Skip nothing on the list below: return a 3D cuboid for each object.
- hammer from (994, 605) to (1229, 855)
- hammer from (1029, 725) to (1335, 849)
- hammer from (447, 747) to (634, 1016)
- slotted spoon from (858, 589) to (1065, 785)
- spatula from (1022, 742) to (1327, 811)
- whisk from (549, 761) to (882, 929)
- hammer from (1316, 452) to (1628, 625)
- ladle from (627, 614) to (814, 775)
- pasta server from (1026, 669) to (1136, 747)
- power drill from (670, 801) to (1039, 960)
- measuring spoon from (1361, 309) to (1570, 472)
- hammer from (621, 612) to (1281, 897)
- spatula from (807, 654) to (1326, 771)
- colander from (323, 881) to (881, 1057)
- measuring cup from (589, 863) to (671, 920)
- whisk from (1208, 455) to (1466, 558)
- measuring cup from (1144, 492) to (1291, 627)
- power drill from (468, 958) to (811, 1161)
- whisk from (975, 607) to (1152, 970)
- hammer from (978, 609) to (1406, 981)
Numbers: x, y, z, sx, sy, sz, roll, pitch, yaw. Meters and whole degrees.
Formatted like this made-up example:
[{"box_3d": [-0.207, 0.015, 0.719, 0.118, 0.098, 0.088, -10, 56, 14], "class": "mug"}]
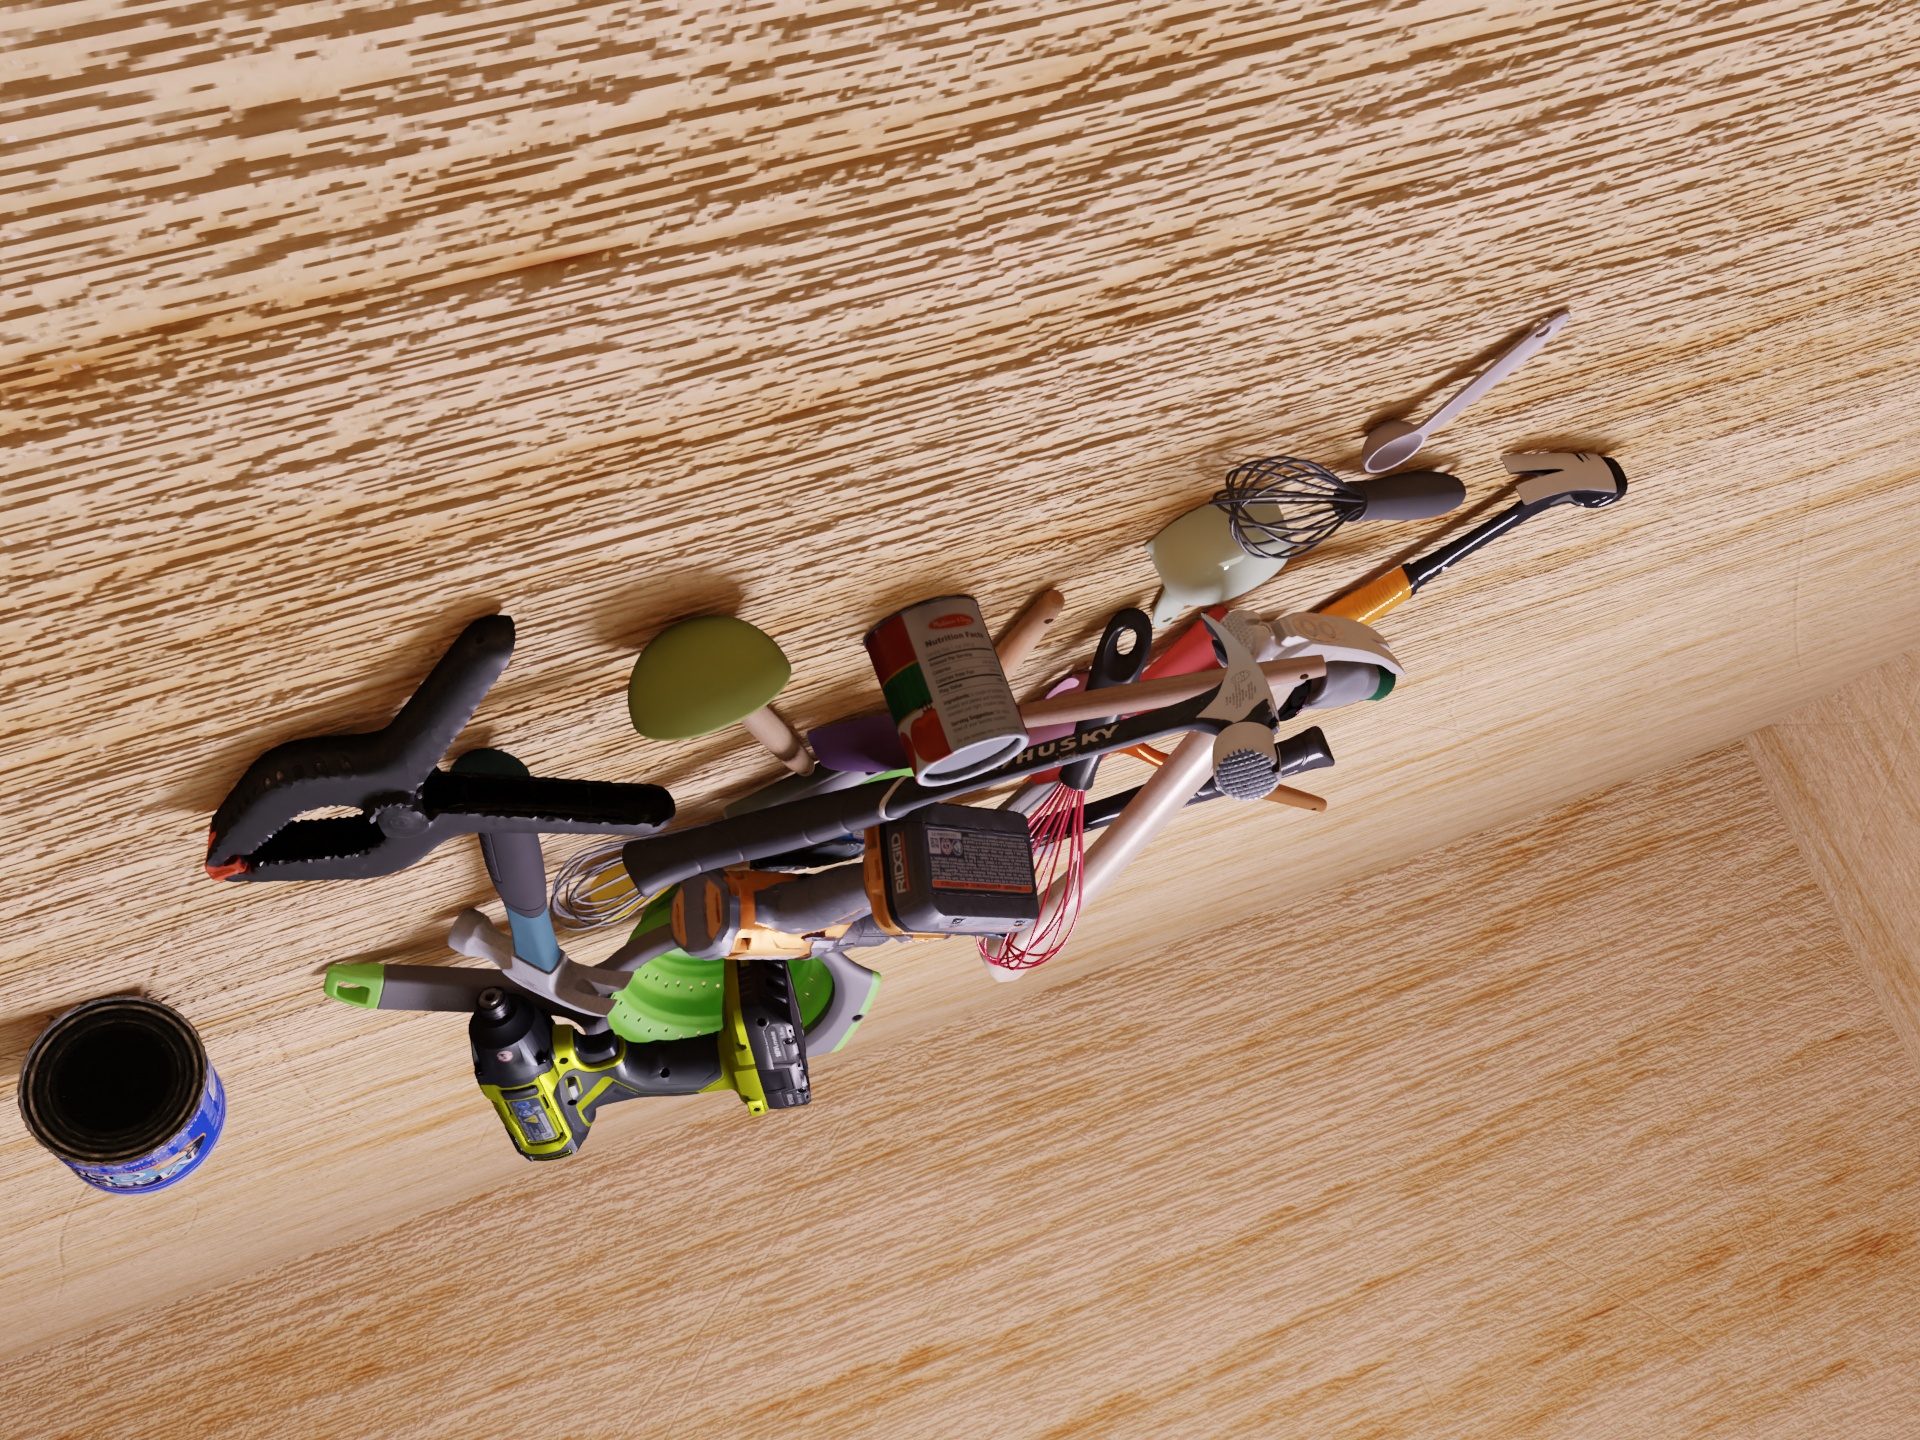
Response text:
[{"box_3d": [0.082, 0.021, 1.160, 0.149, 0.037, 0.359, 3, 152, -29], "class": "hammer"}, {"box_3d": [0.121, 0.067, 1.193, 0.335, 0.035, 0.146, -16, 158, -4], "class": "hammer"}, {"box_3d": [-0.257, 0.099, 0.929, 0.033, 0.128, 0.330, -61, 175, -28], "class": "hammer"}, {"box_3d": [-0.002, -0.003, 1.012, 0.070, 0.031, 0.313, -6, 158, -24], "class": "slotted spoon"}, {"box_3d": [0.194, 0.049, 1.325, 0.322, 0.041, 0.081, 15, 146, -34], "class": "spatula"}, {"box_3d": [-0.155, 0.071, 1.032, 0.246, 0.059, 0.057, -26, 137, 1], "class": "whisk"}, {"box_3d": [0.285, -0.083, 1.096, 0.127, 0.034, 0.337, -7, 160, -43], "class": "hammer"}, {"box_3d": [-0.108, 0.008, 0.858, 0.078, 0.062, 0.320, -19, 167, 0], "class": "ladle"}, {"box_3d": [0.011, 0.038, 1.147, 0.040, 0.060, 0.316, 28, 142, -24], "class": "pasta server"}, {"box_3d": [-0.054, 0.117, 1.054, 0.226, 0.084, 0.185, -18, 161, 38], "class": "power drill"}, {"box_3d": [0.253, -0.170, 0.808, 0.124, 0.018, 0.034, -39, 155, 32], "class": "measuring spoon"}, {"box_3d": [-0.018, 0.035, 0.922, 0.409, 0.036, 0.149, -16, -149, 17], "class": "hammer"}, {"box_3d": [0.063, -0.006, 0.970, 0.316, 0.018, 0.059, -10, 143, 9], "class": "spatula"}, {"box_3d": [-0.261, 0.176, 1.186, 0.396, 0.095, 0.204, 8, 133, -25], "class": "colander"}, {"box_3d": [-0.188, 0.085, 1.083, 0.156, 0.029, 0.062, -35, 171, 10], "class": "measuring cup"}, {"box_3d": [0.215, -0.120, 0.865, 0.239, 0.055, 0.055, -12, 163, -45], "class": "whisk"}, {"box_3d": [0.141, -0.076, 0.921, 0.083, 0.038, 0.167, -17, 162, -13], "class": "measuring cup"}, {"box_3d": [-0.227, 0.232, 1.130, 0.223, 0.080, 0.171, -10, 134, -4], "class": "power drill"}, {"box_3d": [0.069, 0.054, 1.038, 0.073, 0.073, 0.295, -9, 130, -37], "class": "whisk"}, {"box_3d": [0.138, 0.069, 1.126, 0.146, 0.038, 0.410, 4, 140, -34], "class": "hammer"}]
